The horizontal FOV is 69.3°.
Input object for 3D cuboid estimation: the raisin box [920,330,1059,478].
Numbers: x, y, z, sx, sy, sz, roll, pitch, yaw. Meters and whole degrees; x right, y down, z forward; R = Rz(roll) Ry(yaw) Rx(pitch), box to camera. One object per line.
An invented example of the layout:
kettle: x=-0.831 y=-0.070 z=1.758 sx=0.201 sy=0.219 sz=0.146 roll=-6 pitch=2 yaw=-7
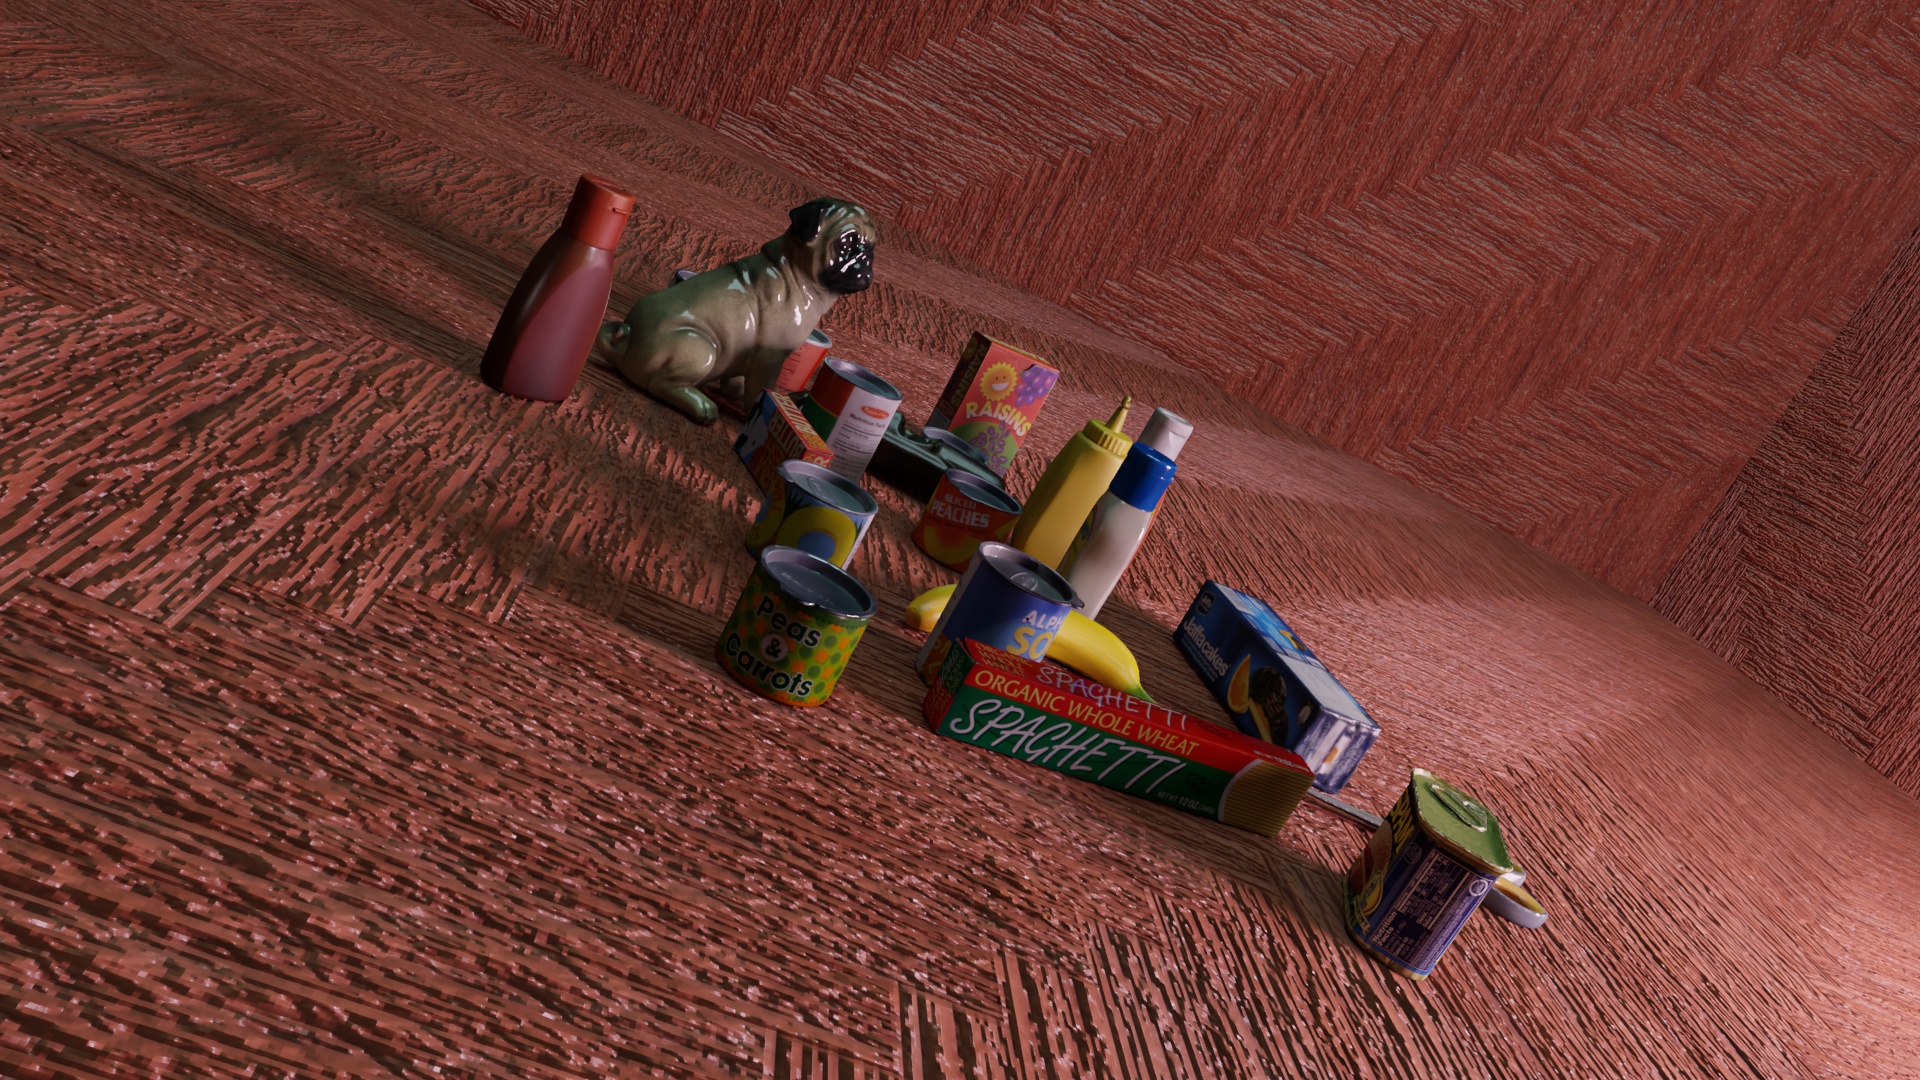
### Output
raisin box: x=0.025 y=-0.123 z=1.288 sx=0.086 sy=0.123 sz=0.040 roll=17 pitch=19 yaw=-36

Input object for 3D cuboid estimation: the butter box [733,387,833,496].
butter box: x=-0.126 y=-0.063 z=0.985 sx=0.024 sy=0.053 sz=0.104 roll=17 pitch=19 yaw=-35

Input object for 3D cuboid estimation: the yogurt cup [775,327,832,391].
yogurt cup: x=-0.157 y=-0.171 z=1.259 sx=0.072 sy=0.053 sz=0.072 roll=26 pitch=16 yaw=-8

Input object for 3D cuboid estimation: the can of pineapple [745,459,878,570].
can of pineapple: x=-0.095 y=-0.011 z=0.869 sx=0.071 sy=0.057 sz=0.071 roll=26 pitch=16 yaw=-8

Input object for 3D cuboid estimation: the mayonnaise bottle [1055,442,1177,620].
mayonnaise bottle: x=0.103 y=0.001 z=0.995 sx=0.041 sy=0.147 sz=0.065 roll=26 pitch=16 yaw=-7

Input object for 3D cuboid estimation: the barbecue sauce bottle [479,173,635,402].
barbecue sauce bottle: x=-0.257 y=-0.164 z=0.906 sx=0.044 sy=0.148 sz=0.065 roll=37 pitch=18 yaw=27

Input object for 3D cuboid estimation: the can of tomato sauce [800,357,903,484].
can of tomato sauce: x=-0.093 y=-0.090 z=1.067 sx=0.071 sy=0.083 sz=0.071 roll=26 pitch=16 yaw=-8

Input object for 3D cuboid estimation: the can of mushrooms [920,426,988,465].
can of mushrooms: x=-0.009 y=-0.070 z=1.232 sx=0.071 sy=0.033 sz=0.071 roll=26 pitch=16 yaw=-8

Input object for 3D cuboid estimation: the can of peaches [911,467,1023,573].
can of peaches: x=0.004 y=-0.013 z=1.037 sx=0.071 sy=0.058 sz=0.071 roll=26 pitch=16 yaw=-8

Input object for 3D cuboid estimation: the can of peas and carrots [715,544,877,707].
can of peas and carrots: x=-0.085 y=0.045 z=0.714 sx=0.071 sy=0.058 sz=0.071 roll=26 pitch=16 yaw=-8

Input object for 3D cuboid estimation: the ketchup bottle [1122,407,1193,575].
ketchup bottle: x=0.148 y=-0.043 z=1.202 sx=0.065 sy=0.148 sz=0.044 roll=19 pitch=18 yaw=-29

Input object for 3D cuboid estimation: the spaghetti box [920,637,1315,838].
spaghetti box: x=0.096 y=0.118 z=0.806 sx=0.250 sy=0.050 sz=0.029 roll=21 pitch=17 yaw=-24

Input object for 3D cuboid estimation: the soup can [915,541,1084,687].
soup can: x=0.023 y=0.054 z=0.818 sx=0.071 sy=0.083 sz=0.071 roll=26 pitch=16 yaw=-8

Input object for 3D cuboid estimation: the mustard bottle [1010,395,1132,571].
mustard bottle: x=0.097 y=-0.044 z=1.101 sx=0.065 sy=0.159 sz=0.049 roll=24 pitch=16 yaw=-17

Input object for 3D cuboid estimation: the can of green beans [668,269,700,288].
can of green beans: x=-0.228 y=-0.195 z=1.209 sx=0.071 sy=0.057 sz=0.071 roll=26 pitch=16 yaw=-8
